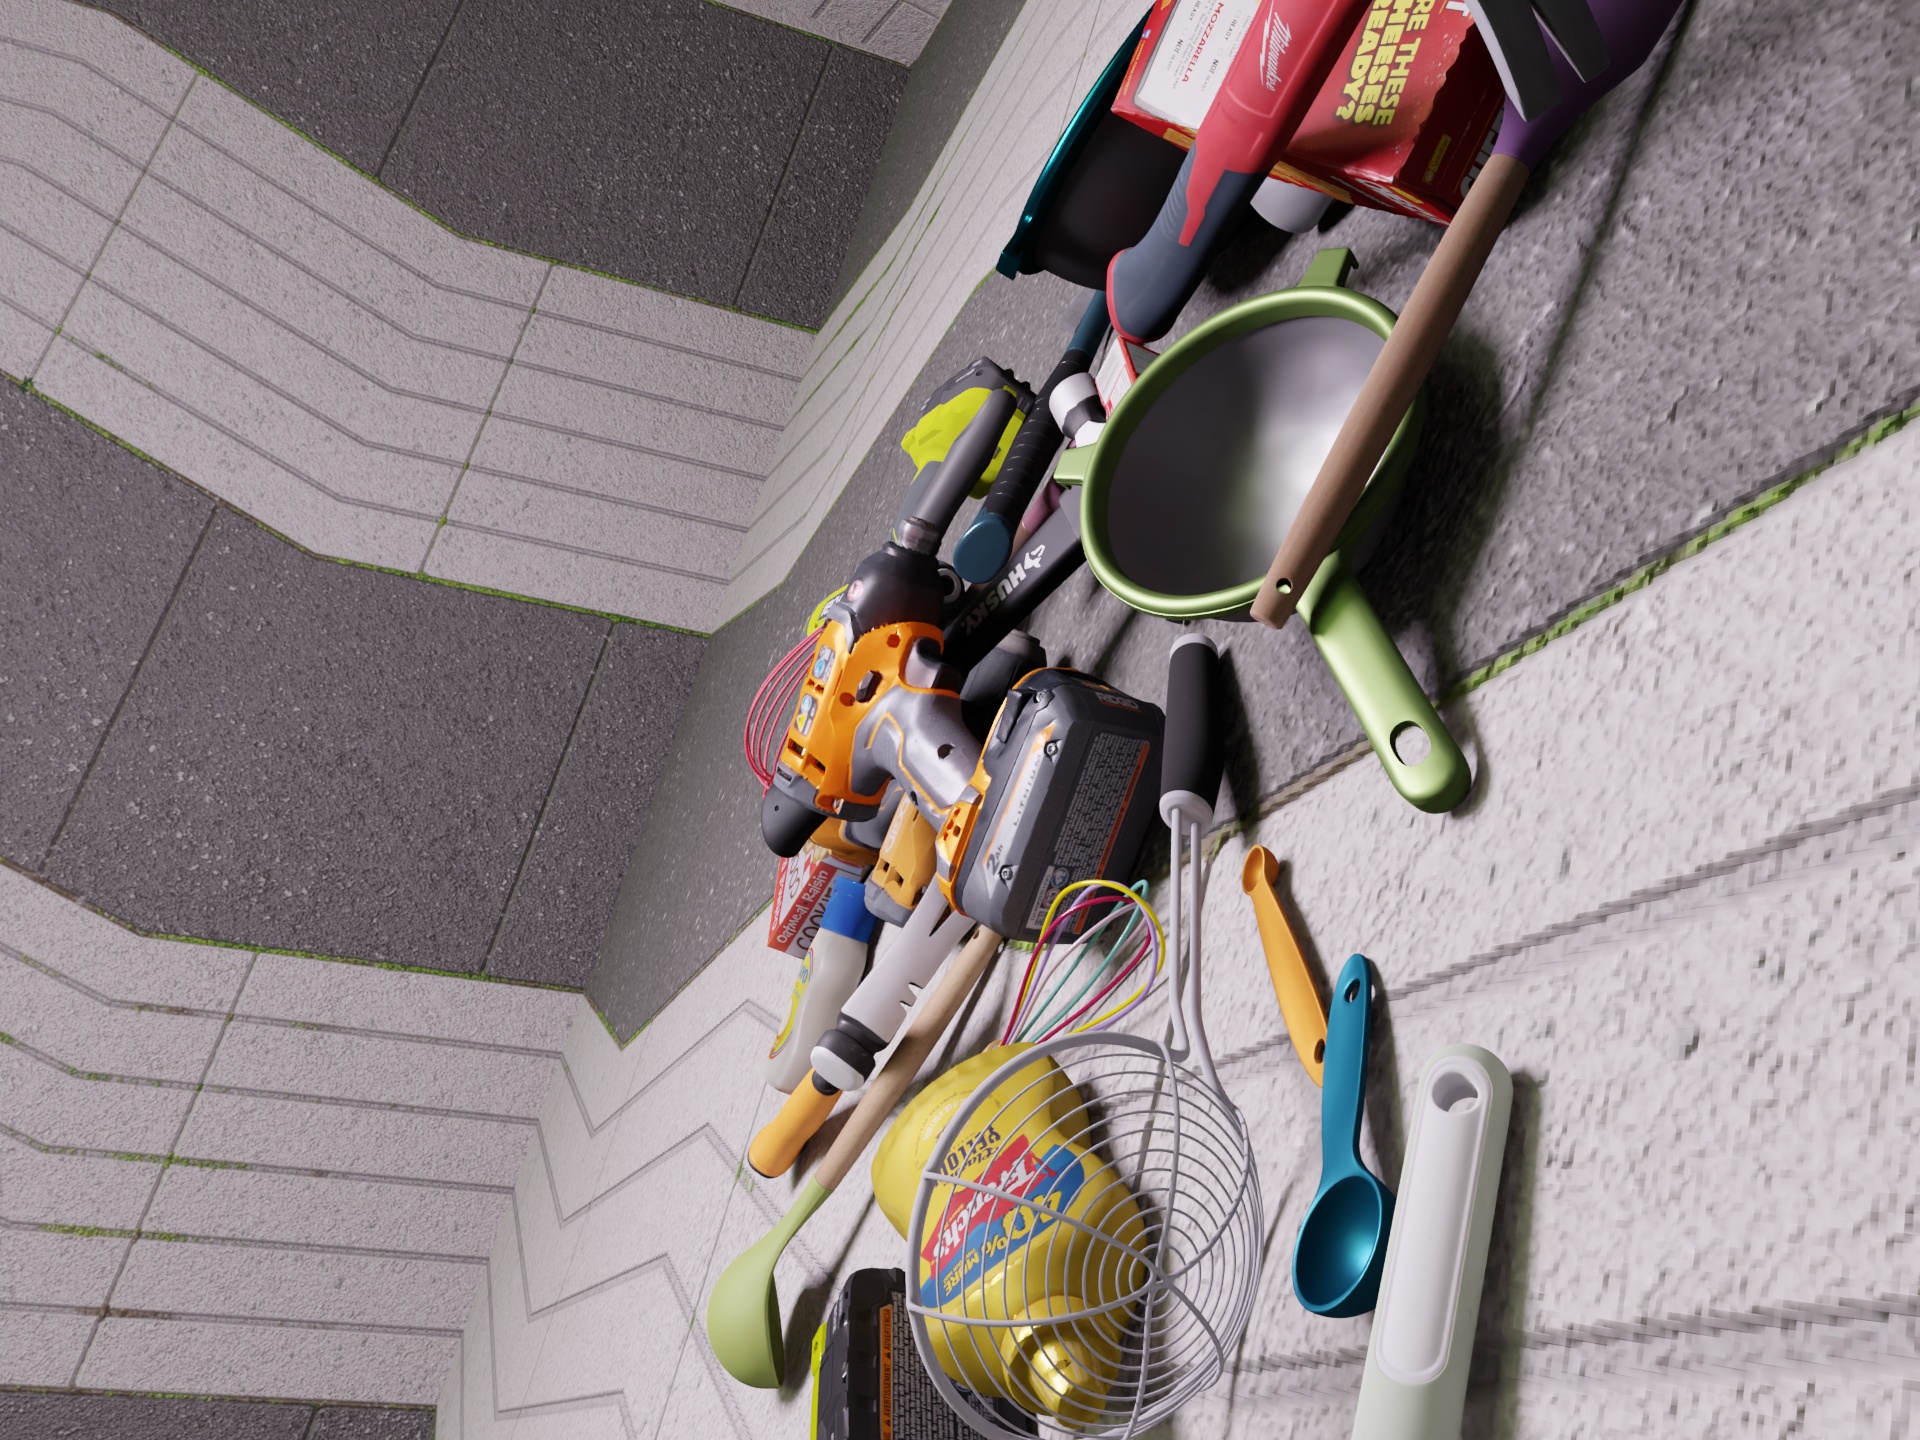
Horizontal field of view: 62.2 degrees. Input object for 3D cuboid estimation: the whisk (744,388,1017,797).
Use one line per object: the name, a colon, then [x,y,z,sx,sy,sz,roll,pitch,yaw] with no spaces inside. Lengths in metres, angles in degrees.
whisk: [-0.049,-0.076,0.986,0.296,0.073,0.073,-58,17,9]

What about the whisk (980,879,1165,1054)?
whisk: [0.028,0.143,0.732,0.244,0.047,0.051,122,165,-45]

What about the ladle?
ladle: [-0.052,0.244,0.894,0.320,0.062,0.078,-58,16,13]

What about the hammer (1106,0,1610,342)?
hammer: [0.120,-0.217,0.633,0.038,0.143,0.386,-35,-3,-7]

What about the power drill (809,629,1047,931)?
power drill: [-0.023,0.025,1.002,0.185,0.084,0.226,-68,19,0]

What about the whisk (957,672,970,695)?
whisk: [-0.037,-0.046,1.203,0.070,0.070,0.285,-68,20,1]

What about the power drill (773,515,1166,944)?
power drill: [-0.001,-0.003,0.786,0.227,0.084,0.164,30,104,49]

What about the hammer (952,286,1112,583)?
hammer: [0.067,-0.214,0.994,0.128,0.033,0.331,-51,11,55]

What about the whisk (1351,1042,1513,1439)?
whisk: [0.105,0.196,0.389,0.058,0.059,0.246,2,60,33]

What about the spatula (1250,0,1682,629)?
spatula: [0.179,-0.174,0.560,0.316,0.060,0.018,-62,-12,-1]

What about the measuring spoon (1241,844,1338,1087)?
measuring spoon: [0.118,0.085,0.563,0.117,0.011,0.021,-98,24,-55]

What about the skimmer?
skimmer: [0.061,0.086,0.597,0.090,0.127,0.364,-38,21,29]

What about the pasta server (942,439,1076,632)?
pasta server: [0.046,-0.116,1.060,0.316,0.040,0.060,132,155,-62]

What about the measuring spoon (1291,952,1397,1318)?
measuring spoon: [0.124,0.124,0.485,0.042,0.021,0.129,-52,13,42]

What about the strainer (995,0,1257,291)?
strainer: [0.162,-0.356,0.847,0.340,0.095,0.211,-52,-2,26]

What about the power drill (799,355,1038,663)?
power drill: [-0.017,-0.139,1.122,0.190,0.080,0.229,-19,41,63]

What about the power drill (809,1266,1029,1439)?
power drill: [-0.050,0.354,0.655,0.171,0.080,0.223,-95,26,-61]

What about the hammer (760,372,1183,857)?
hammer: [-0.008,-0.026,0.881,0.334,0.035,0.146,-44,51,31]

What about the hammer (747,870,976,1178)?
hammer: [-0.074,0.205,0.942,0.127,0.034,0.336,-52,-4,-34]

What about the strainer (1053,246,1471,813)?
strainer: [0.139,-0.056,0.603,0.151,0.069,0.257,-36,46,20]
